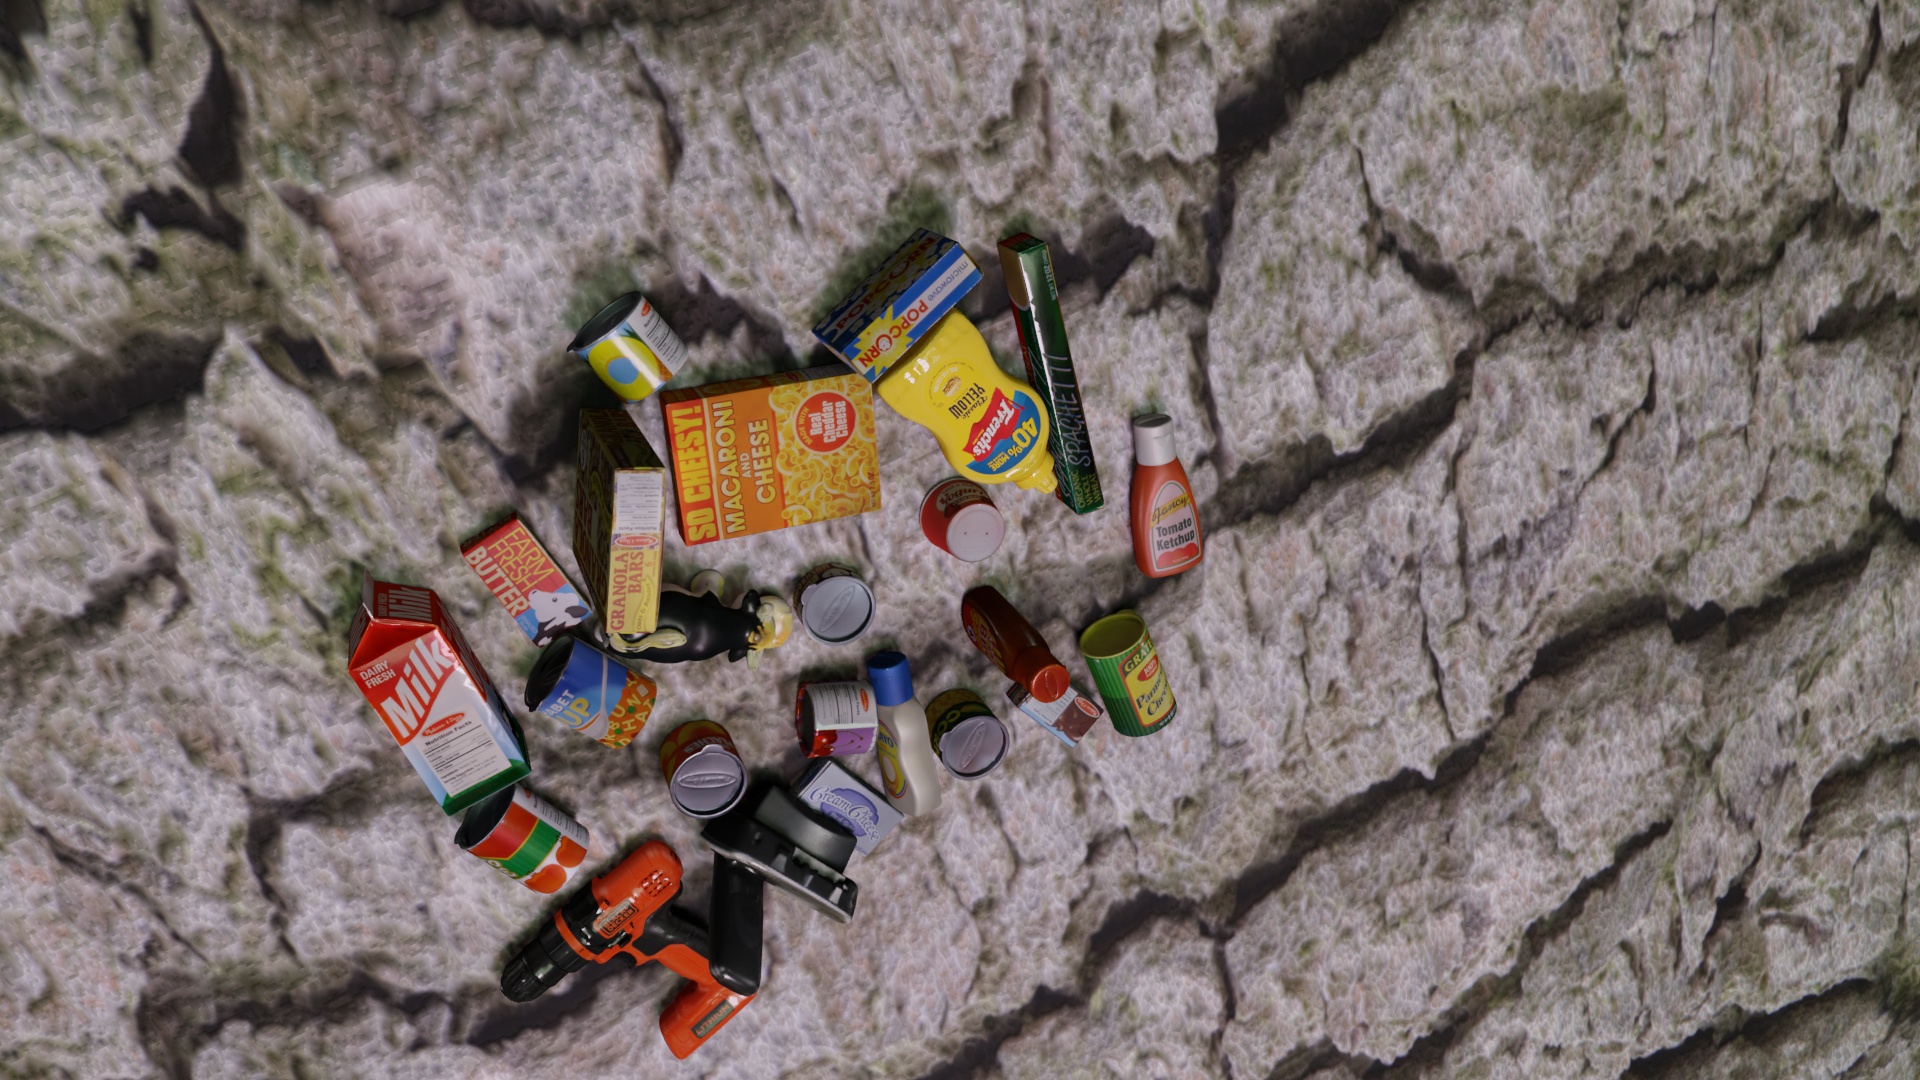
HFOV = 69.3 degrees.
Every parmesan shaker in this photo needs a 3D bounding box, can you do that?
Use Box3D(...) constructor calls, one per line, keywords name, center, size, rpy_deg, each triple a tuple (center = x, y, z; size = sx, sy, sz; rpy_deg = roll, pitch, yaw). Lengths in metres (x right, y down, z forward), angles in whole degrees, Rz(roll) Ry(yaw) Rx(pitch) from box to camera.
Box3D(name="parmesan shaker", center=(0.162, 0.127, 1.326), size=(0.071, 0.071, 0.102), rpy_deg=(-30, 118, -9))

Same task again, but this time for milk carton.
Box3D(name="milk carton", center=(-0.412, 0.110, 1.074), size=(0.073, 0.072, 0.189), rpy_deg=(-28, 119, -11))

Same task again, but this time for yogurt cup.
Box3D(name="yogurt cup", center=(0.004, -0.015, 1.210), size=(0.072, 0.054, 0.072), rpy_deg=(-8, 113, -19))

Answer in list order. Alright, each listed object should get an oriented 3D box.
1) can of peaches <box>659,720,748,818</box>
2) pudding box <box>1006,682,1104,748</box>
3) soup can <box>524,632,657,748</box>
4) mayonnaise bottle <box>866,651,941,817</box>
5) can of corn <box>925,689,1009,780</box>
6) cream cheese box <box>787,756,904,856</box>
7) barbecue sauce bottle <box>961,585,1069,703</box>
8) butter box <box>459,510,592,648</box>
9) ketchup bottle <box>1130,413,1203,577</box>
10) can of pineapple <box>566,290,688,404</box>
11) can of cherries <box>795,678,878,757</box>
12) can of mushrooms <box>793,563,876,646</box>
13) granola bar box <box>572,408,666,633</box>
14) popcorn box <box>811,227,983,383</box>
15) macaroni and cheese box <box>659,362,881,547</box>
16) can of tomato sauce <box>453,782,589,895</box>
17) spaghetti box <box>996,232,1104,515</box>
Box3D(name="can of peaches", center=(-0.221, 0.194, 1.193), size=(0.071, 0.058, 0.071), rpy_deg=(-8, 112, -19))
Box3D(name="pudding box", center=(0.091, 0.156, 1.326), size=(0.083, 0.030, 0.049), rpy_deg=(39, 91, -30))
Box3D(name="soup can", center=(-0.300, 0.125, 1.127), size=(0.083, 0.071, 0.071), rpy_deg=(35, 94, -30))
Box3D(name="mayonnaise bottle", center=(-0.054, 0.173, 1.255), size=(0.041, 0.065, 0.147), rpy_deg=(-22, 113, -29))
Box3D(name="can of corn", center=(0.002, 0.178, 1.280), size=(0.071, 0.058, 0.071), rpy_deg=(-8, 113, -20))
Box3D(name="cream cheese box", center=(-0.105, 0.244, 1.280), size=(0.053, 0.024, 0.103), rpy_deg=(-47, 120, 0))
Box3D(name="barbecue sauce bottle", center=(0.048, 0.094, 1.216), size=(0.044, 0.149, 0.064), rpy_deg=(-22, 117, -14))
Box3D(name="butter box", center=(-0.343, 0.031, 1.099), size=(0.053, 0.024, 0.103), rpy_deg=(-35, 119, -8))
Box3D(name="ketchup bottle", center=(0.185, -0.043, 1.282), size=(0.065, 0.043, 0.148), rpy_deg=(-18, 115, -15))
Box3D(name="can of pineapple", center=(-0.250, -0.144, 1.048), size=(0.071, 0.071, 0.057), rpy_deg=(-41, 120, -4))
Box3D(name="can of cherries", center=(-0.110, 0.158, 1.223), size=(0.058, 0.071, 0.071), rpy_deg=(-2, 110, -22))
Box3D(name="can of mushrooms", center=(-0.111, 0.054, 1.200), size=(0.071, 0.033, 0.070), rpy_deg=(-8, 113, -20))
Box3D(name="granola bar box", center=(-0.256, -0.019, 1.036), size=(0.039, 0.166, 0.123), rpy_deg=(0, 110, -24))
Box3D(name="popcorn box", center=(-0.051, -0.189, 1.103), size=(0.127, 0.085, 0.038), rpy_deg=(-44, 120, -2))
Box3D(name="macaroni and cheese box", center=(-0.153, -0.071, 1.131), size=(0.167, 0.040, 0.123), rpy_deg=(-12, 114, -19))
Box3D(name="can of tomato sauce", center=(-0.362, 0.247, 1.150), size=(0.071, 0.071, 0.083), rpy_deg=(-46, 120, -1))
Box3D(name="spaghetti box", center=(0.080, -0.139, 1.197), size=(0.029, 0.050, 0.249), rpy_deg=(-21, 116, -12))
